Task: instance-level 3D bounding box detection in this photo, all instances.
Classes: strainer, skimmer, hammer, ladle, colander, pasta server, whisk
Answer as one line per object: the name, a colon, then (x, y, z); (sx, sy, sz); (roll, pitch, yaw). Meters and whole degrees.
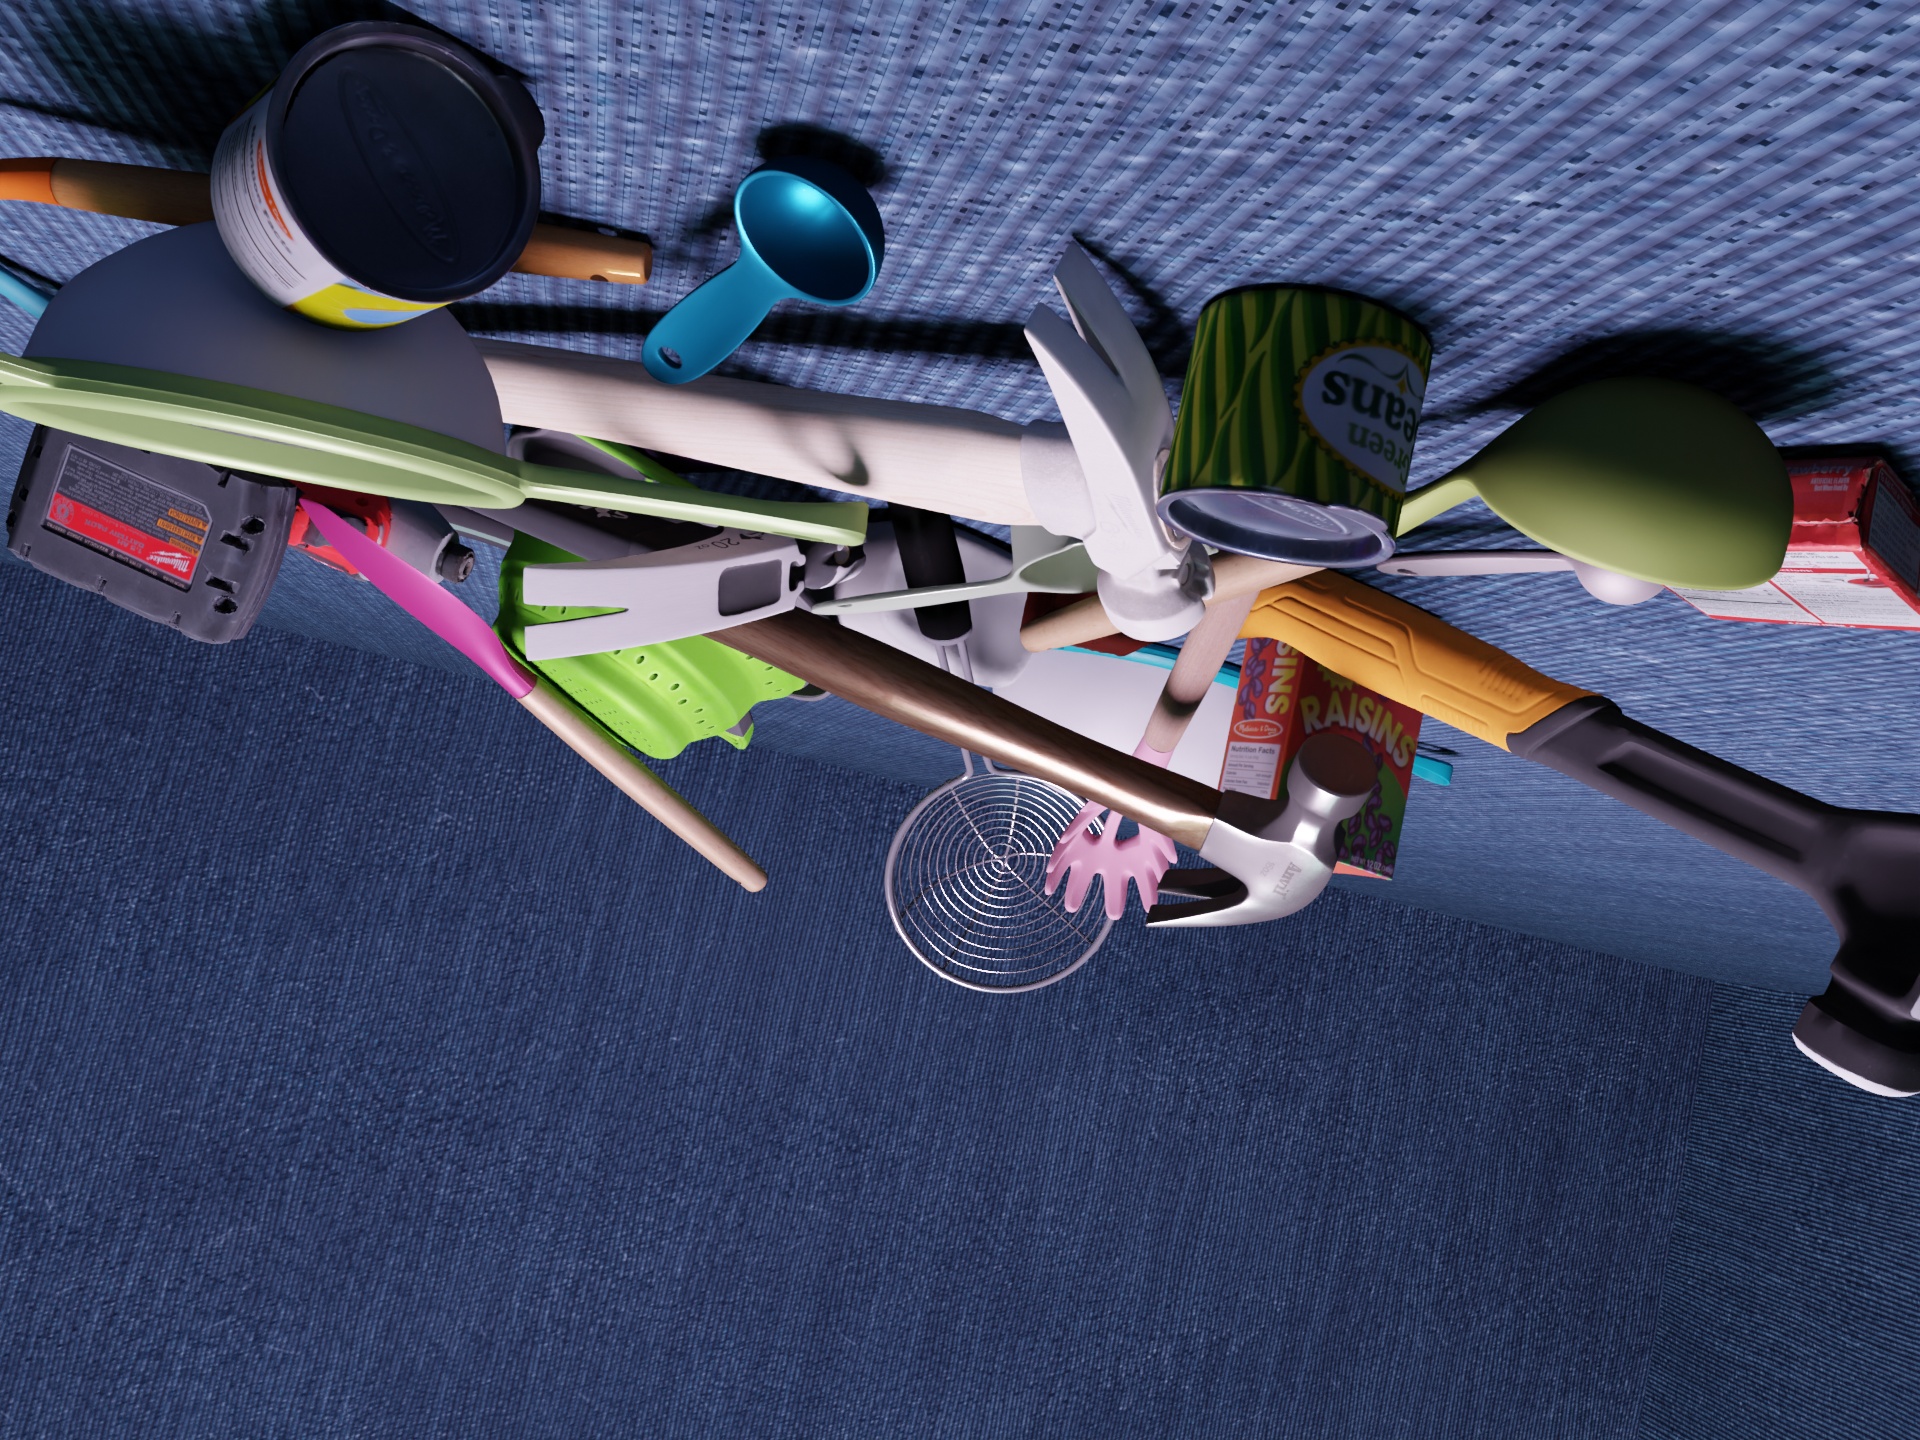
strainer: (-0.151, -0.103, 0.487); (0.256, 0.069, 0.151); (8, -179, -13)
skimmer: (0.006, 0.015, 0.744); (0.127, 0.090, 0.362); (-9, 146, 3)
hammer: (-0.211, -0.100, 0.669); (0.335, 0.035, 0.146); (22, -151, 32)
strainer: (0.168, 0.027, 1.058); (0.340, 0.095, 0.211); (16, 173, -12)
ladle: (0.114, -0.044, 0.524); (0.078, 0.062, 0.320); (-13, 179, -32)
hammer: (-0.115, -0.117, 0.559); (0.411, 0.038, 0.146); (14, 156, 28)
colander: (-0.168, -0.022, 0.877); (0.204, 0.094, 0.397); (30, 164, 8)
hammer: (0.190, -0.014, 0.545); (0.034, 0.127, 0.337); (11, -166, -34)
pasta server: (0.091, 0.000, 0.670); (0.060, 0.040, 0.316); (11, 148, -3)
hammer: (-0.001, -0.002, 0.670); (0.331, 0.031, 0.130); (23, 142, 10)
whisk: (-0.267, -0.112, 0.964); (0.239, 0.055, 0.055); (19, 172, -12)

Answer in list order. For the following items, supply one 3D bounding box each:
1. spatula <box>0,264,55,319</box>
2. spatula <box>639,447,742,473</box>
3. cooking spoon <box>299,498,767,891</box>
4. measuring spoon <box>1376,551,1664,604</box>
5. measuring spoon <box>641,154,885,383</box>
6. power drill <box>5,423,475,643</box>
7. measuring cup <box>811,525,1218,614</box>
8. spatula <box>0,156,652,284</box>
spatula: (-0.392, -0.165, 0.737); (0.082, 0.044, 0.317); (26, -177, 30)
spatula: (-0.155, -0.119, 0.776); (0.059, 0.018, 0.316); (21, 170, -24)
cooking spoon: (-0.195, -0.001, 0.778); (0.069, 0.017, 0.318); (17, 157, 47)
measuring spoon: (0.211, -0.054, 0.610); (0.034, 0.018, 0.124); (18, 173, -38)
measuring spoon: (-0.059, -0.124, 0.447); (0.042, 0.021, 0.128); (42, 153, -20)
power drill: (-0.340, -0.100, 0.787); (0.143, 0.078, 0.220); (24, -170, 2)
measuring cup: (0.015, -0.069, 0.611); (0.167, 0.038, 0.083); (-8, 171, 24)
spatula: (-0.254, -0.174, 0.496); (0.322, 0.041, 0.081); (9, 174, 2)
